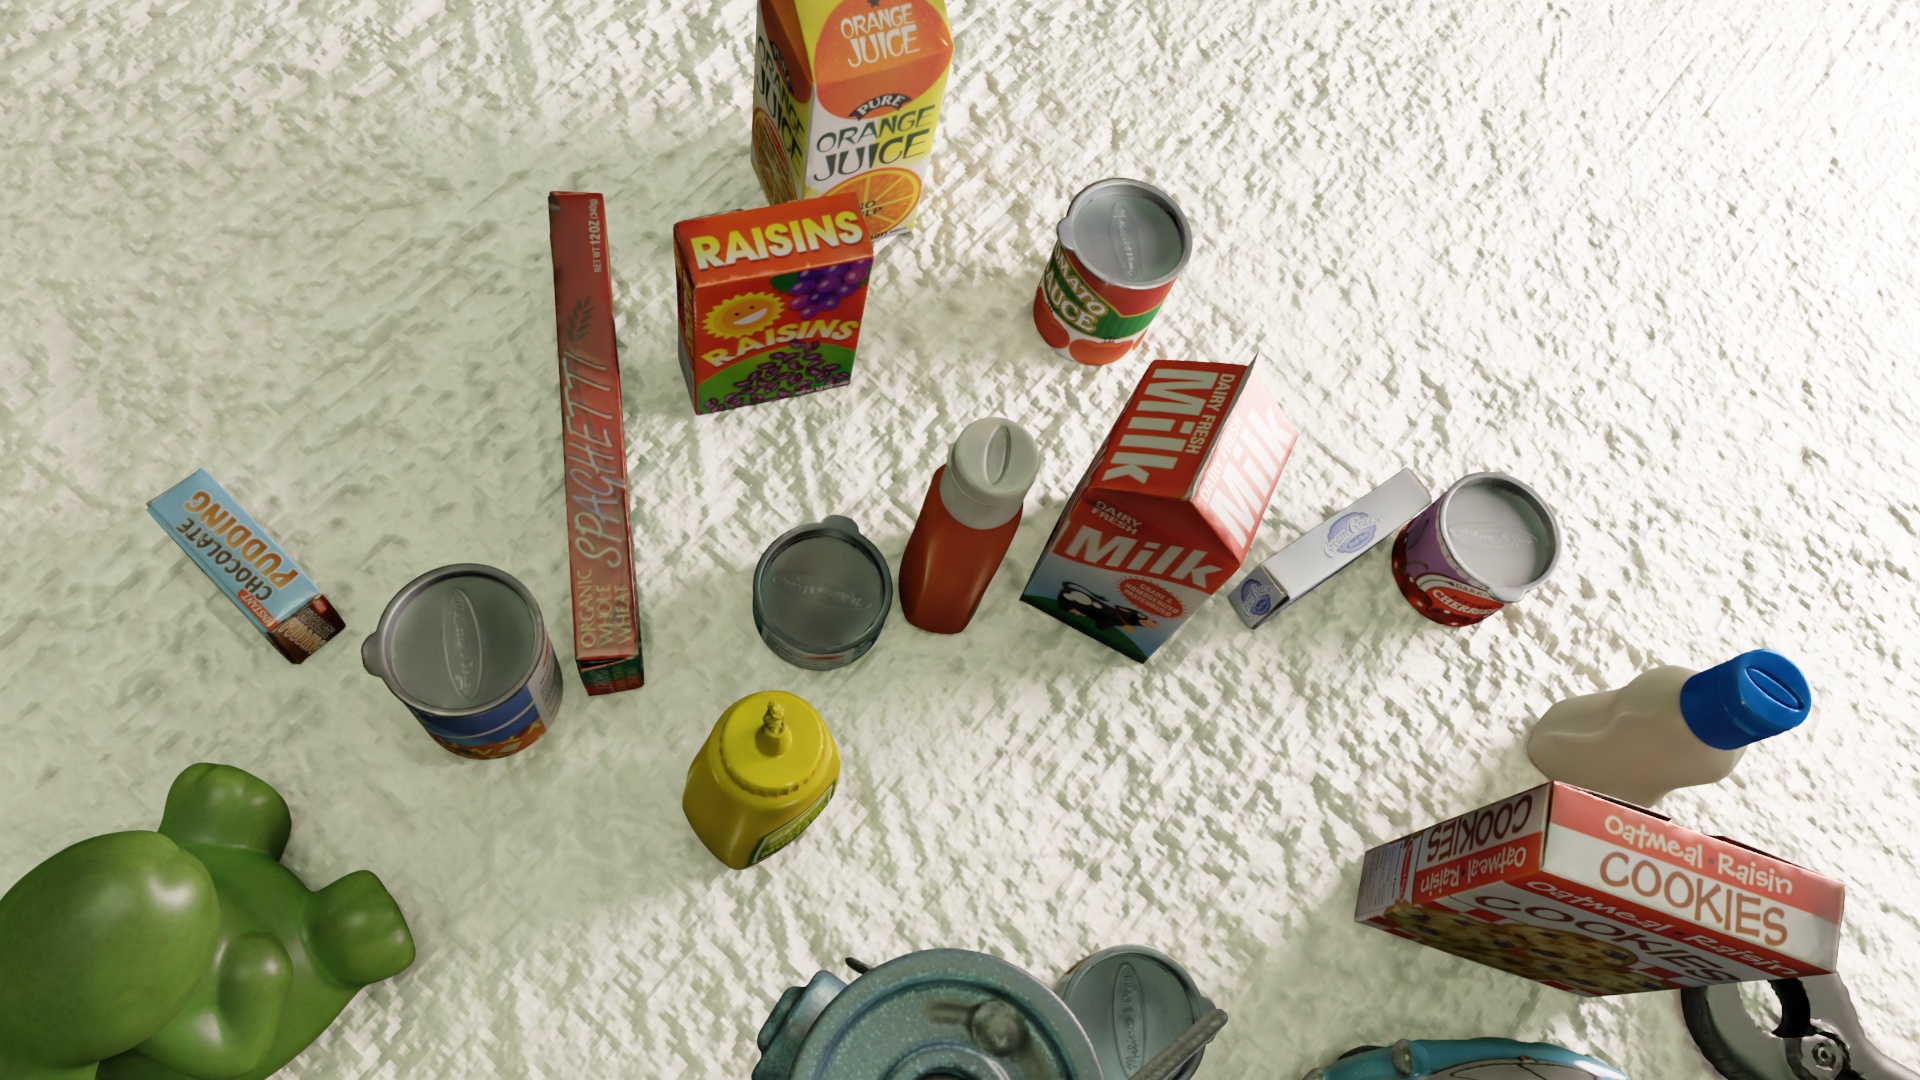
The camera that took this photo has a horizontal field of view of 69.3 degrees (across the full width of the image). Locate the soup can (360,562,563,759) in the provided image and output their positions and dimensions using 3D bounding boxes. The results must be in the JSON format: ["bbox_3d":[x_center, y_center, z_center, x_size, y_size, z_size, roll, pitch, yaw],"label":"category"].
[{"bbox_3d":[-0.213,0.055,0.603,0.071,0.083,0.071,4,68,-9],"label":"soup can"}]

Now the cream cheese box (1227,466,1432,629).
[{"bbox_3d":[0.189,0.005,0.712,0.104,0.053,0.024,-31,77,-20],"label":"cream cheese box"}]

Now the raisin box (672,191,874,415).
[{"bbox_3d":[-0.092,-0.112,0.672,0.086,0.123,0.040,-13,71,-15],"label":"raisin box"}]

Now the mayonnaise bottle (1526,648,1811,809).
[{"bbox_3d":[0.332,0.089,0.652,0.065,0.147,0.041,37,67,6],"label":"mayonnaise bottle"}]

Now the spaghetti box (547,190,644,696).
[{"bbox_3d":[-0.177,-0.051,0.671,0.029,0.050,0.251,-5,69,-12],"label":"spaghetti box"}]

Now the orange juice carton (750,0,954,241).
[{"bbox_3d":[-0.057,-0.226,0.687,0.072,0.192,0.073,-20,73,-17],"label":"orange juice carton"}]

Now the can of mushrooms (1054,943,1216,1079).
[{"bbox_3d":[0.076,0.215,0.617,0.071,0.033,0.071,4,68,-9],"label":"can of mushrooms"}]

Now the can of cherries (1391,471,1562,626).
[{"bbox_3d":[0.266,0.008,0.722,0.071,0.058,0.072,4,68,-9],"label":"can of cherries"}]

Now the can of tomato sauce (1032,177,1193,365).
[{"bbox_3d":[0.077,-0.140,0.735,0.071,0.082,0.071,4,68,-9],"label":"can of tomato sauce"}]

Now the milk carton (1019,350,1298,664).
[{"bbox_3d":[0.090,-0.015,0.628,0.073,0.189,0.072,28,66,2],"label":"milk carton"}]

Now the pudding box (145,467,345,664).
[{"bbox_3d":[-0.318,0.012,0.620,0.084,0.049,0.030,43,68,8],"label":"pudding box"}]

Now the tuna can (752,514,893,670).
[{"bbox_3d":[-0.067,0.025,0.669,0.071,0.032,0.071,4,68,-9],"label":"tuna can"}]

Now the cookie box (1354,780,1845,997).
[{"bbox_3d":[0.265,0.156,0.602,0.123,0.166,0.040,19,66,-2],"label":"cookie box"}]

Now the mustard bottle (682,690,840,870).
[{"bbox_3d":[-0.080,0.094,0.569,0.065,0.159,0.049,-38,79,-21],"label":"mustard bottle"}]

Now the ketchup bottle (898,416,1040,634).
[{"bbox_3d":[0.002,-0.008,0.632,0.043,0.148,0.065,12,67,-5],"label":"ketchup bottle"}]
